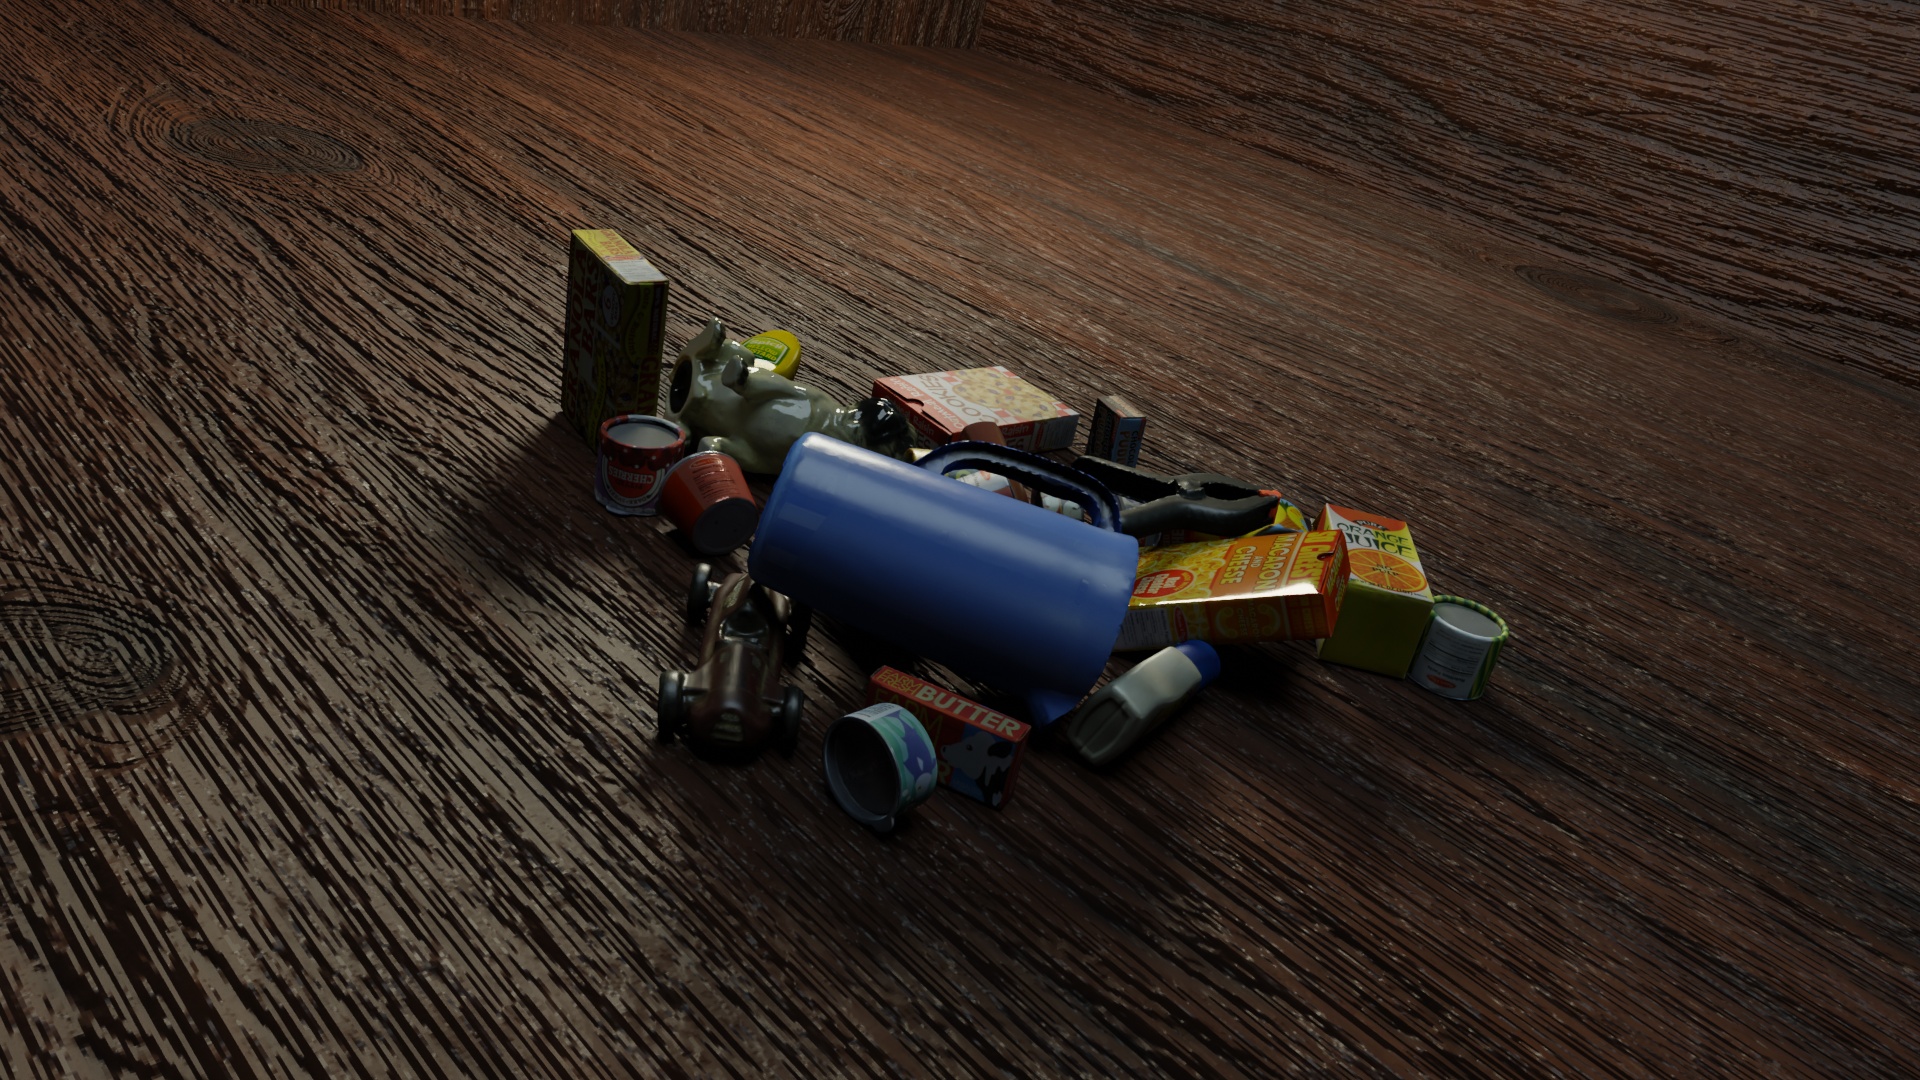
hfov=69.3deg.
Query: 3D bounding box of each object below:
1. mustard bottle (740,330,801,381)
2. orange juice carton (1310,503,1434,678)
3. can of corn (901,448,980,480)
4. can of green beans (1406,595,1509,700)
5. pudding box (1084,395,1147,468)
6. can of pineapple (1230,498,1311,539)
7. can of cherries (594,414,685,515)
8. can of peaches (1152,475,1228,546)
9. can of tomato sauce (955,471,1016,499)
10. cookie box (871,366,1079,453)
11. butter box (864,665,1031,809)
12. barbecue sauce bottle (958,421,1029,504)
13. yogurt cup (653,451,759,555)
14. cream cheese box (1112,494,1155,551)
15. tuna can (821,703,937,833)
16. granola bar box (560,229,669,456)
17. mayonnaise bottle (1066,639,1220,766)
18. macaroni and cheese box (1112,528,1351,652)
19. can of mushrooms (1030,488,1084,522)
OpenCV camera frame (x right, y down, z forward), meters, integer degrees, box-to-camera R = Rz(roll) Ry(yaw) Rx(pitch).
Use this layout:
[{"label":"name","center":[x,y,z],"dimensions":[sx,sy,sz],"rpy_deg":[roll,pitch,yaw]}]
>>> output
[{"label":"mustard bottle","center":[-0.188,-0.172,1.345],"dimensions":[0.065,0.048,0.161],"rpy_deg":[16,27,3]},{"label":"orange juice carton","center":[0.335,0.030,1.162],"dimensions":[0.072,0.072,0.193],"rpy_deg":[13,27,2]},{"label":"can of corn","center":[-0.017,-0.041,1.150],"dimensions":[0.058,0.070,0.071],"rpy_deg":[4,28,-16]},{"label":"can of green beans","center":[0.391,0.084,1.099],"dimensions":[0.071,0.057,0.071],"rpy_deg":[10,27,-5]},{"label":"pudding box","center":[0.142,-0.087,1.291],"dimensions":[0.030,0.083,0.050],"rpy_deg":[-4,32,-25]},{"label":"can of pineapple","center":[0.269,0.003,1.189],"dimensions":[0.071,0.070,0.058],"rpy_deg":[11,28,-4]},{"label":"can of cherries","center":[-0.252,-0.059,1.090],"dimensions":[0.071,0.058,0.072],"rpy_deg":[10,26,-5]},{"label":"can of peaches","center":[0.201,-0.016,1.200],"dimensions":[0.058,0.071,0.071],"rpy_deg":[13,27,0]},{"label":"can of tomato sauce","center":[0.004,-0.014,1.079],"dimensions":[0.083,0.071,0.071],"rpy_deg":[-19,31,-2]},{"label":"cookie box","center":[0.013,-0.124,1.352],"dimensions":[0.168,0.040,0.123],"rpy_deg":[-12,36,-39]},{"label":"butter box","center":[-0.012,0.121,0.857],"dimensions":[0.103,0.053,0.024],"rpy_deg":[21,26,16]},{"label":"barbecue sauce bottle","center":[0.033,-0.037,1.173],"dimensions":[0.044,0.064,0.149],"rpy_deg":[-10,40,-7]},{"label":"yogurt cup","center":[-0.188,-0.026,1.051],"dimensions":[0.072,0.072,0.054],"rpy_deg":[-7,41,-34]},{"label":"cream cheese box","center":[0.142,-0.015,1.184],"dimensions":[0.024,0.053,0.104],"rpy_deg":[11,27,-8]},{"label":"tuna can","center":[-0.046,0.132,0.810],"dimensions":[0.071,0.070,0.033],"rpy_deg":[32,32,33]},{"label":"granola bar box","center":[-0.289,-0.158,1.148],"dimensions":[0.039,0.164,0.124],"rpy_deg":[-8,34,-34]},{"label":"mayonnaise bottle","center":[0.131,0.104,0.946],"dimensions":[0.041,0.064,0.148],"rpy_deg":[47,34,16]},{"label":"macaroni and cheese box","center":[0.201,0.037,1.051],"dimensions":[0.166,0.040,0.124],"rpy_deg":[-6,19,25]},{"label":"can of mushrooms","center":[0.080,-0.016,1.142],"dimensions":[0.033,0.070,0.071],"rpy_deg":[-5,30,-8]}]
